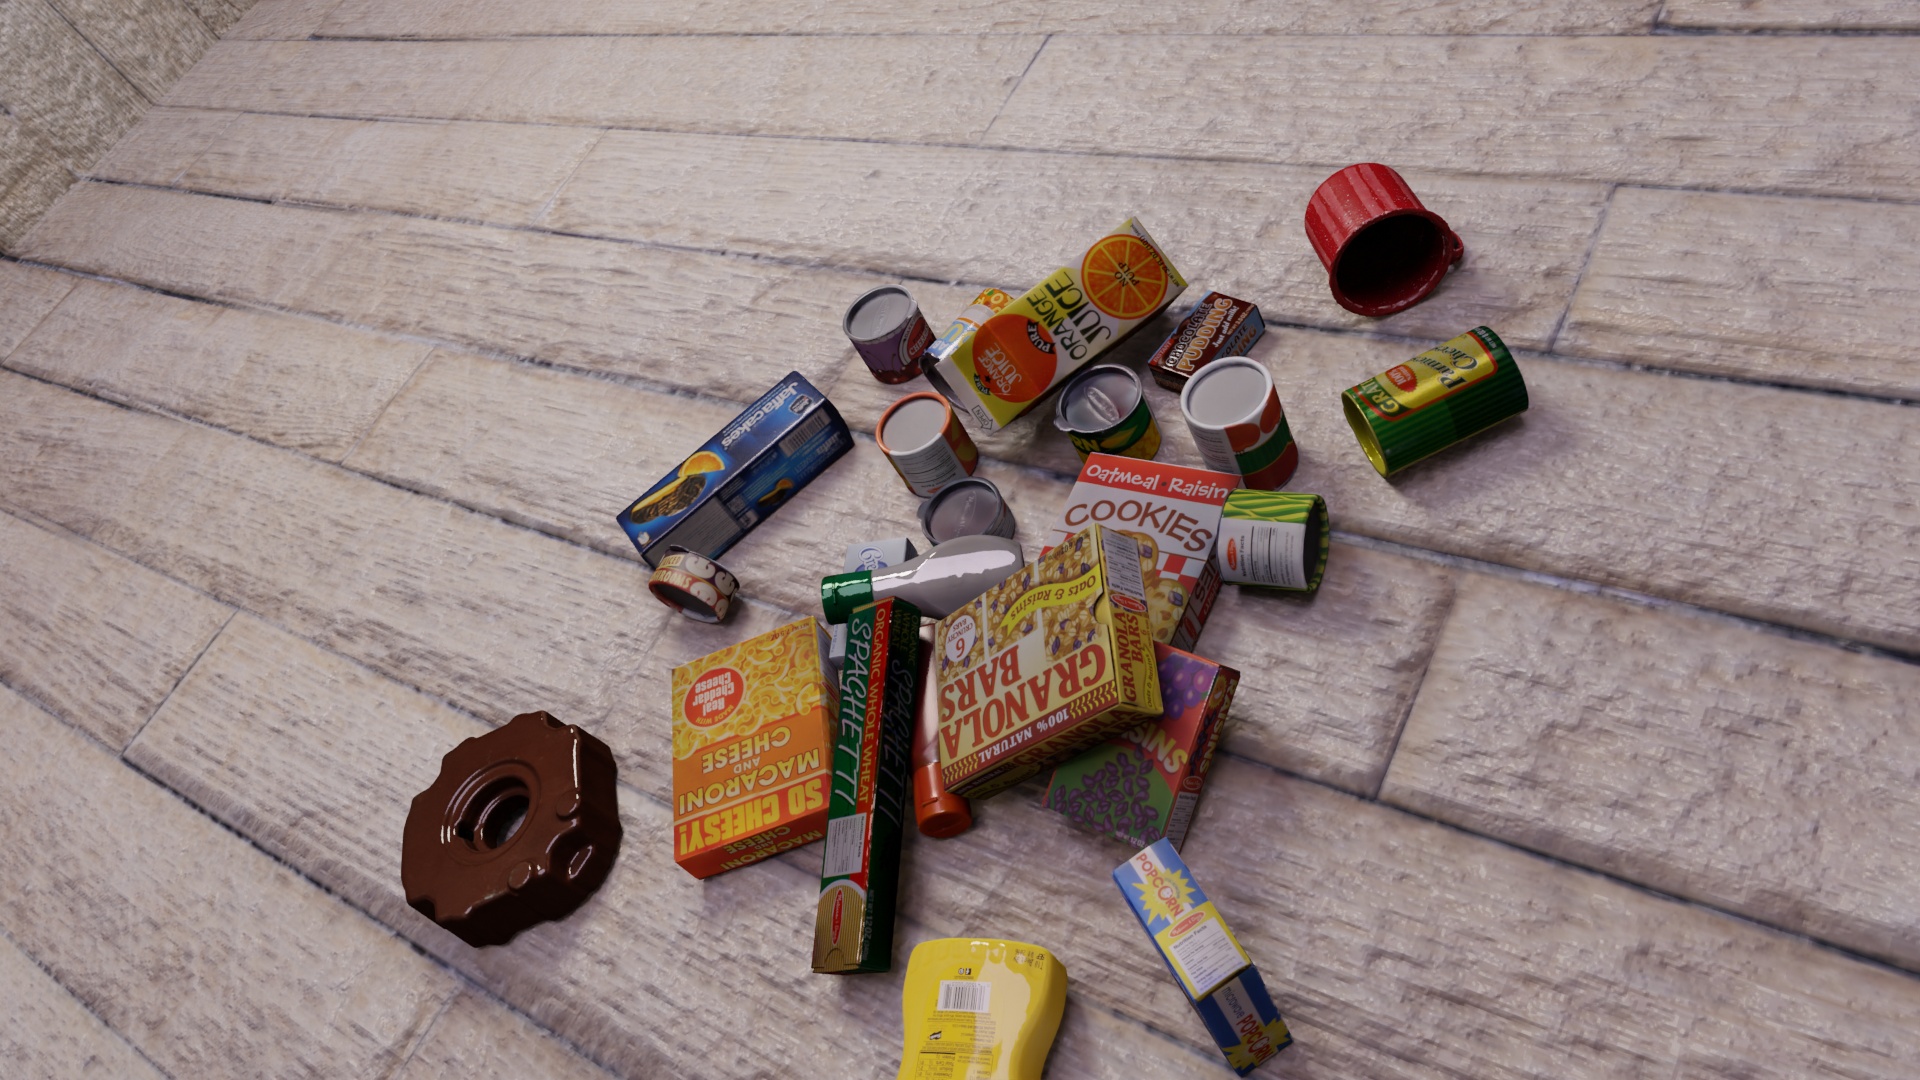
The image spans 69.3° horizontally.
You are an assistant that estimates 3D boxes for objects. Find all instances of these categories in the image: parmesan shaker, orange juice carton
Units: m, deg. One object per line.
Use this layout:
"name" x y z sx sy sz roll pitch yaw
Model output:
"parmesan shaker" 0.320 -0.096 0.943 0.103 0.071 0.071 -27 48 6
"orange juice carton" 0.075 -0.162 1.081 0.193 0.073 0.072 -37 88 -12

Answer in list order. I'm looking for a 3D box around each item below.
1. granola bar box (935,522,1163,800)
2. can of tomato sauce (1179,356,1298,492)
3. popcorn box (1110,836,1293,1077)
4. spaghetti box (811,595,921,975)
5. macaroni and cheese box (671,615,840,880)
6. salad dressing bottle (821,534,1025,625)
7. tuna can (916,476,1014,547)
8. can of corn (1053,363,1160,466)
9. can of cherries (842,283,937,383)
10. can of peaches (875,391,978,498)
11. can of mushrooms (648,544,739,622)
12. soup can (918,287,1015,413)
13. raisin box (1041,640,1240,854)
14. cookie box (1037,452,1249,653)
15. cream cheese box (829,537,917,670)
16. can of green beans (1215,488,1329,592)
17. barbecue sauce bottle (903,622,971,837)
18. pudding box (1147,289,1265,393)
"granola bar box" 0.049 0.080 0.885 0.165 0.039 0.125 -35 47 40
"can of tomato sauce" 0.198 -0.081 0.981 0.071 0.082 0.071 -14 51 18
"popcorn box" 0.131 0.226 0.751 0.038 0.126 0.085 -33 48 -3
"spaghetti box" -0.061 0.159 0.926 0.050 0.028 0.251 -21 55 43
"macaroni and cheese box" -0.147 0.149 1.010 0.123 0.040 0.167 -21 48 11
"salad dressing bottle" -0.026 0.033 1.011 0.148 0.044 0.064 -8 80 4
"tuna can" 0.004 -0.013 1.063 0.071 0.032 0.071 -14 50 17
"can of corn" 0.111 -0.089 1.049 0.071 0.058 0.071 -14 51 17
"can of cherries" -0.058 -0.178 1.204 0.071 0.058 0.072 -14 49 17
"can of peaches" -0.028 -0.079 1.112 0.071 0.058 0.071 -14 51 18
"can of mushrooms" -0.215 0.035 1.112 0.071 0.071 0.033 9 62 32
"soup can" 0.016 -0.158 1.142 0.071 0.071 0.084 31 73 40
"raisin box" 0.112 0.124 0.868 0.086 0.040 0.123 18 88 36
"cookie box" 0.118 0.022 0.974 0.123 0.040 0.168 12 63 33
"cream cheese box" -0.065 0.047 1.057 0.053 0.024 0.104 -9 52 20
"can of green beans" 0.209 0.000 0.926 0.058 0.071 0.071 5 58 29
"barbecue sauce bottle" -0.020 0.130 0.958 0.065 0.043 0.149 -24 48 17
"pudding box" 0.190 -0.151 1.075 0.050 0.030 0.084 29 71 40
